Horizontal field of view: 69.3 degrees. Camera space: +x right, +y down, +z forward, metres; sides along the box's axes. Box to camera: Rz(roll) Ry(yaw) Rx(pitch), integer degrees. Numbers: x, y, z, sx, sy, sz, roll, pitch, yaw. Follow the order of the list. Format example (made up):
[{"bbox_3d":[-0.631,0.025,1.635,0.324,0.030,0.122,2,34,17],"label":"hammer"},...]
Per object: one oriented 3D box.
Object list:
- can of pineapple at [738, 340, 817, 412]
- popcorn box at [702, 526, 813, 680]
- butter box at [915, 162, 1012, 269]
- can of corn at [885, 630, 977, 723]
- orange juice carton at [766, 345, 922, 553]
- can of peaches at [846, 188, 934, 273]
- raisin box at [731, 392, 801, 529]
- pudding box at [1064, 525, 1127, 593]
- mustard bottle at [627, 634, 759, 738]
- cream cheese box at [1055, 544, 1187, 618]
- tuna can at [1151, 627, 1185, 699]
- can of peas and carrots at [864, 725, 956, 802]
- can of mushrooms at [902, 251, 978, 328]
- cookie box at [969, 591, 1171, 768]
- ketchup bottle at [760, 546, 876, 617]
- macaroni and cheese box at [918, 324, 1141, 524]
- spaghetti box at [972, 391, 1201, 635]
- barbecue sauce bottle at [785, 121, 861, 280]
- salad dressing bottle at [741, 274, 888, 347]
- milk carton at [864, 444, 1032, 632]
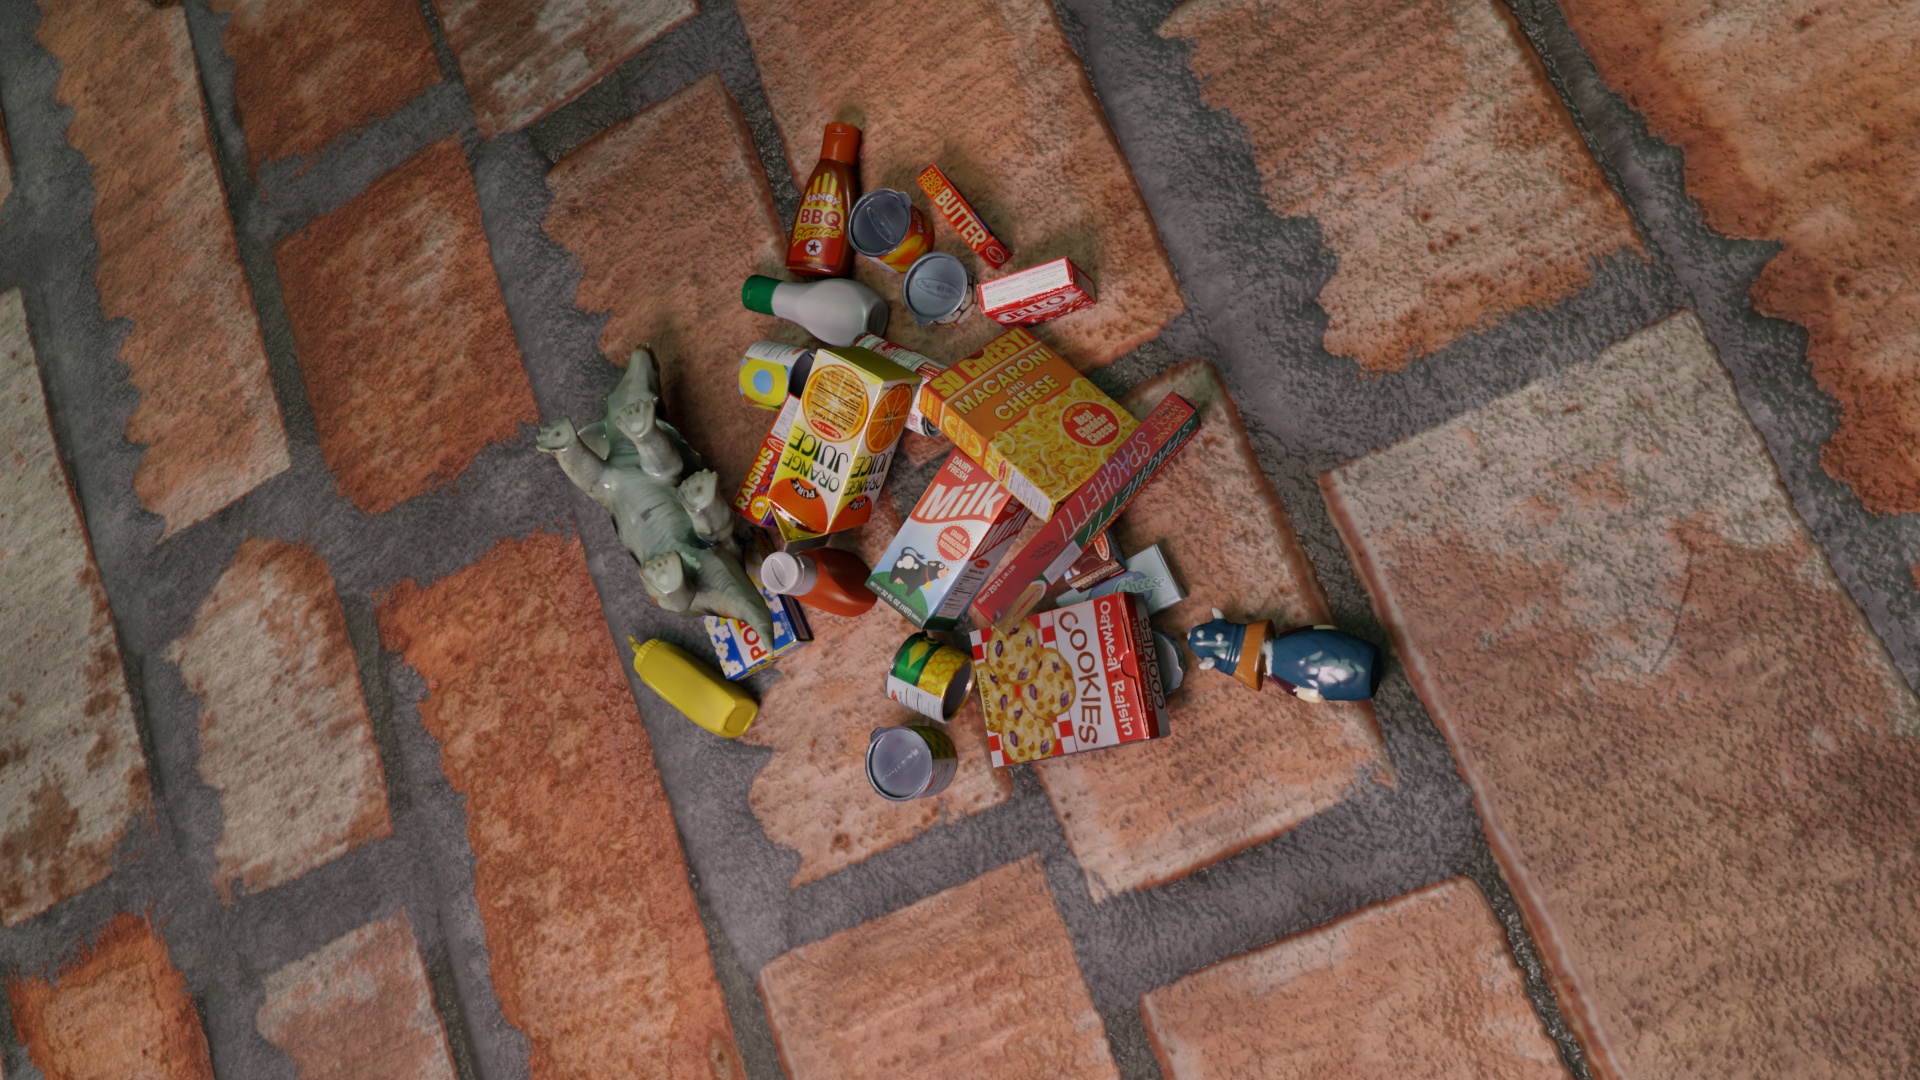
[{"bbox_3d":[-0.172,-0.154,1.340,0.058,0.071,0.071,14,90,23],"label":"can of pineapple"},{"bbox_3d":[-0.206,0.061,1.342,0.085,0.038,0.127,-30,74,17],"label":"popcorn box"},{"bbox_3d":[0.003,-0.301,1.292,0.024,0.053,0.104,-40,71,12],"label":"butter box"},{"bbox_3d":[-0.024,0.122,1.247,0.058,0.071,0.071,22,93,22],"label":"can of corn"},{"bbox_3d":[-0.111,-0.074,1.250,0.073,0.072,0.192,29,111,20],"label":"orange juice carton"},{"bbox_3d":[-0.064,-0.294,1.316,0.071,0.058,0.071,-3,82,22],"label":"can of peaches"},{"bbox_3d":[-0.157,-0.071,1.312,0.040,0.086,0.123,30,95,18],"label":"raisin box"},{"bbox_3d":[0.108,-0.001,1.212,0.049,0.030,0.084,-27,53,17],"label":"pudding box"},{"bbox_3d":[-0.269,0.135,1.349,0.160,0.065,0.049,29,90,28],"label":"mustard bottle"},{"bbox_3d":[0.140,0.051,1.210,0.103,0.024,0.053,-30,72,16],"label":"cream cheese box"},{"bbox_3d":[0.160,0.107,1.191,0.071,0.033,0.071,-3,83,22],"label":"tuna can"},{"bbox_3d":[-0.046,0.198,1.250,0.071,0.059,0.071,-3,82,22],"label":"can of peas and carrots"},{"bbox_3d":[-0.020,-0.232,1.304,0.071,0.033,0.071,-2,83,21],"label":"can of mushrooms"},{"bbox_3d":[0.091,0.121,1.186,0.167,0.040,0.123,-18,77,39],"label":"cookie box"},{"bbox_3d":[-0.128,0.034,1.254,0.043,0.149,0.065,-33,73,15],"label":"ketchup bottle"},{"bbox_3d":[0.064,-0.105,1.215,0.124,0.040,0.167,-36,66,-28],"label":"macaroni and cheese box"},{"bbox_3d":[0.109,-0.023,1.168,0.029,0.050,0.250,42,87,21],"label":"spaghetti box"},{"bbox_3d":[-0.127,-0.330,1.354,0.065,0.043,0.148,10,87,15],"label":"barbecue sauce bottle"},{"bbox_3d":[-0.143,-0.228,1.348,0.148,0.044,0.064,17,107,24],"label":"salad dressing bottle"},{"bbox_3d":[0.004,-0.016,1.247,0.072,0.073,0.190,37,98,21],"label":"milk carton"}]
